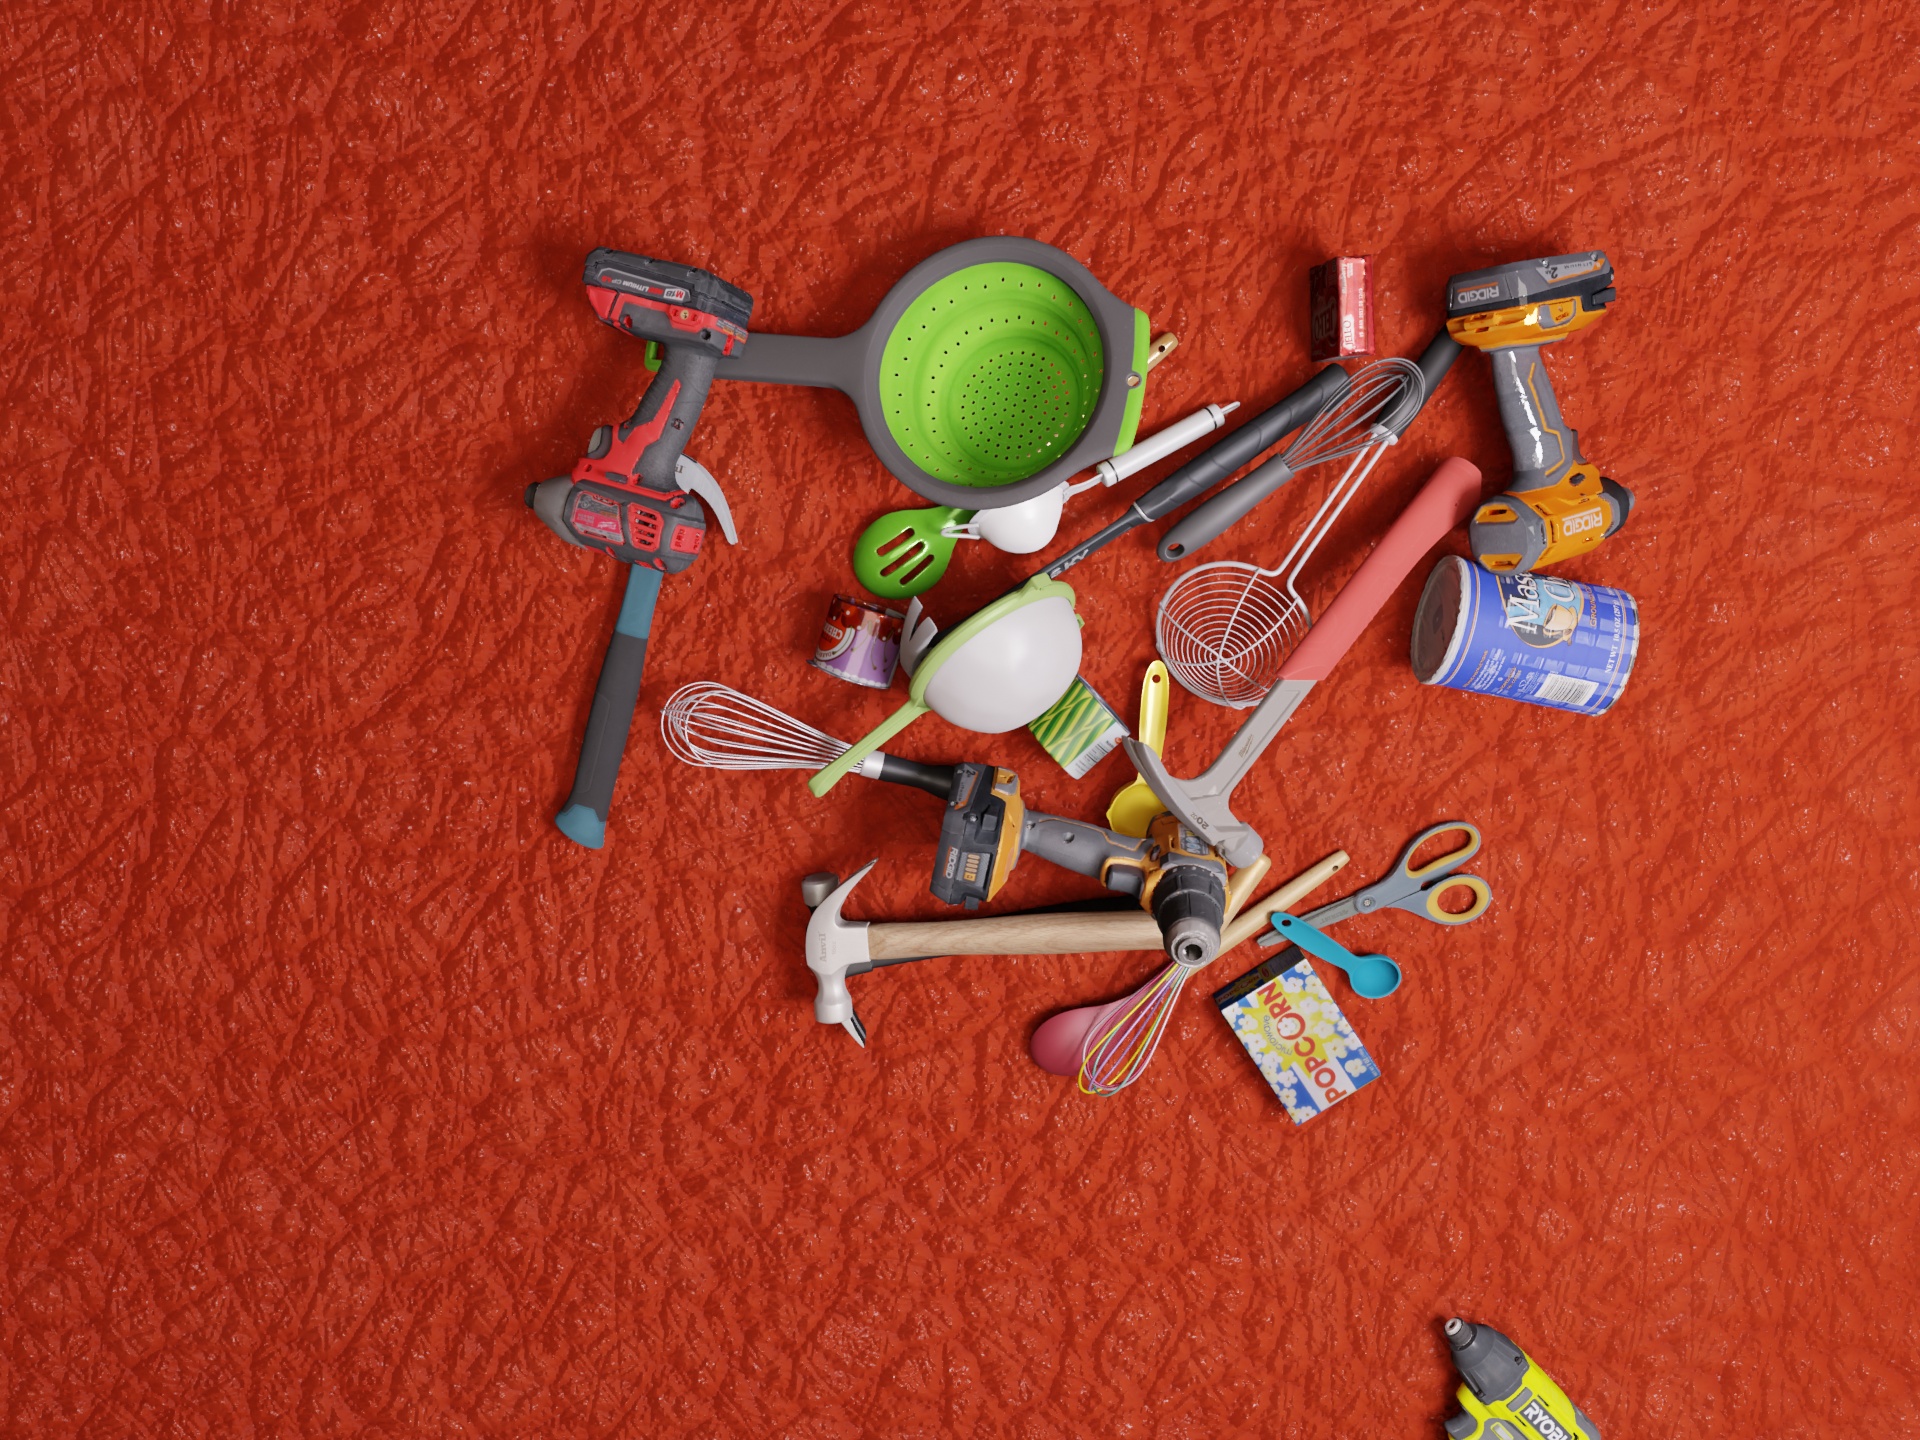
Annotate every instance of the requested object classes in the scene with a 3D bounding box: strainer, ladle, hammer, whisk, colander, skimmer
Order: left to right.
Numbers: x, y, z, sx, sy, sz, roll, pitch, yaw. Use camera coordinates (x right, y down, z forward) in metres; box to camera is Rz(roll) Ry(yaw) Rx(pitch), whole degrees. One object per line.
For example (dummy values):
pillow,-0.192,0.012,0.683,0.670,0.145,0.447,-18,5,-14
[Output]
hammer,-0.269,-0.057,1.277,0.128,0.033,0.331,16,100,-2
whisk,-0.103,0.027,1.286,0.284,0.070,0.070,14,100,-8
colander,-0.047,-0.261,1.220,0.397,0.094,0.204,8,86,16
strainer,-0.002,-0.004,1.222,0.256,0.151,0.069,-37,74,6
hammer,0.040,0.170,1.274,0.331,0.031,0.130,-4,98,5
hammer,0.042,0.179,1.322,0.335,0.035,0.146,-8,100,1
strainer,0.108,-0.187,1.240,0.258,0.086,0.050,-29,77,-6
hammer,0.126,-0.155,1.226,0.409,0.149,0.036,-33,75,-1
whisk,0.173,0.207,1.291,0.047,0.051,0.245,34,95,-15
ladle,0.193,0.203,1.331,0.315,0.031,0.069,-36,118,3
whisk,0.249,-0.193,1.215,0.239,0.055,0.055,-35,99,20
hammer,0.273,-0.067,1.203,0.359,0.037,0.149,-50,119,-10
skimmer,0.292,-0.172,1.262,0.127,0.090,0.363,36,88,1

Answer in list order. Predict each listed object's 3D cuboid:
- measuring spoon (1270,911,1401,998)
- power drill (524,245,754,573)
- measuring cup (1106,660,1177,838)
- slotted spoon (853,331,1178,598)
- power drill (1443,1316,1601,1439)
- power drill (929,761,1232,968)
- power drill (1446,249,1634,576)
measuring spoon,0.311,0.189,1.326,0.128,0.021,0.042,31,116,-11
power drill,-0.244,-0.230,1.190,0.143,0.078,0.219,17,96,18
measuring cup,0.153,0.028,1.299,0.062,0.029,0.156,4,98,-1
slotted spoon,0.045,-0.203,1.256,0.314,0.031,0.070,-39,105,5
power drill,0.422,0.639,1.390,0.223,0.080,0.171,-44,99,3
power drill,0.094,0.113,1.207,0.226,0.185,0.084,12,113,0
power drill,0.451,-0.235,1.212,0.164,0.084,0.226,-16,102,-32
